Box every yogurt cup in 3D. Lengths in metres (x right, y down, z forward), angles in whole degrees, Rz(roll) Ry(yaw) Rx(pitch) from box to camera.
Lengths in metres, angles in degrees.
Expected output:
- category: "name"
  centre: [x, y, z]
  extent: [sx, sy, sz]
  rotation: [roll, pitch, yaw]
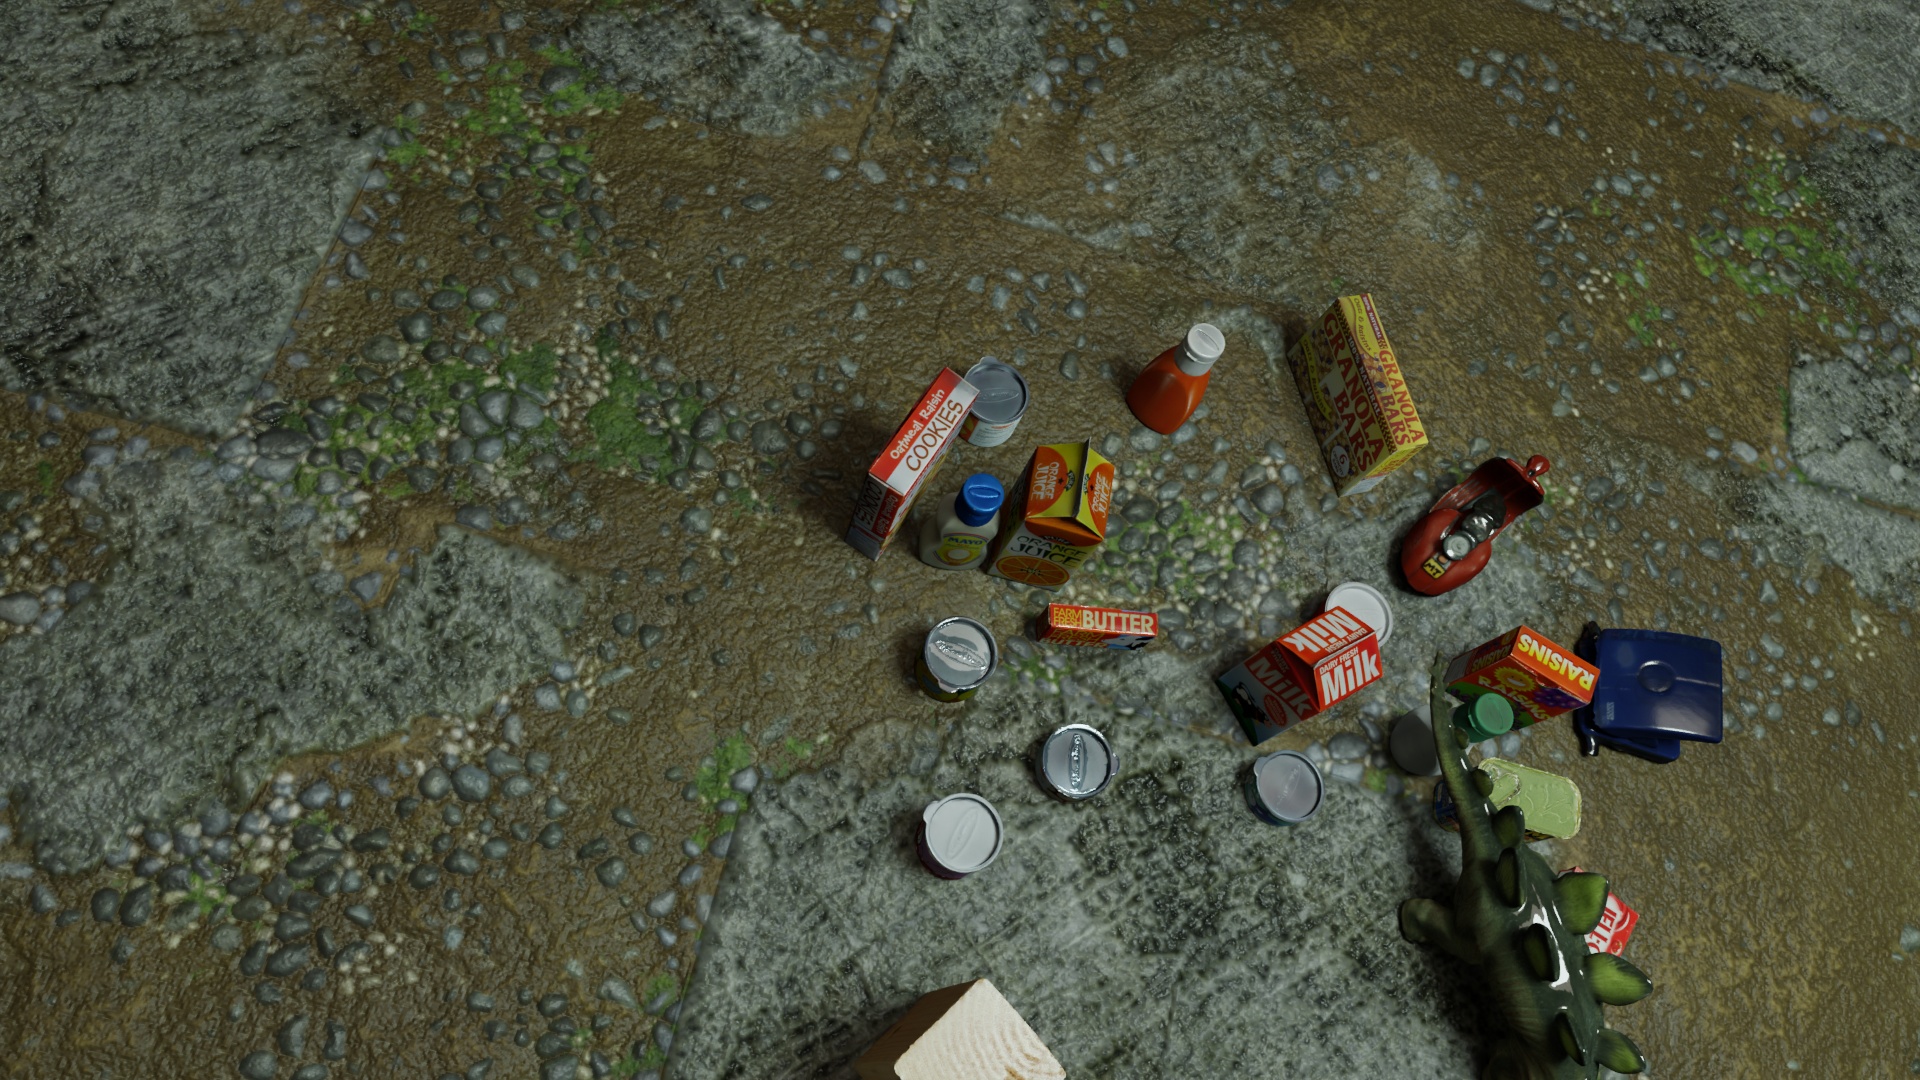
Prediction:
- category: "yogurt cup"
  centre: [0.370, 0.079, 1.327]
  extent: [0.072, 0.053, 0.072]
  rotation: [4, 69, -11]

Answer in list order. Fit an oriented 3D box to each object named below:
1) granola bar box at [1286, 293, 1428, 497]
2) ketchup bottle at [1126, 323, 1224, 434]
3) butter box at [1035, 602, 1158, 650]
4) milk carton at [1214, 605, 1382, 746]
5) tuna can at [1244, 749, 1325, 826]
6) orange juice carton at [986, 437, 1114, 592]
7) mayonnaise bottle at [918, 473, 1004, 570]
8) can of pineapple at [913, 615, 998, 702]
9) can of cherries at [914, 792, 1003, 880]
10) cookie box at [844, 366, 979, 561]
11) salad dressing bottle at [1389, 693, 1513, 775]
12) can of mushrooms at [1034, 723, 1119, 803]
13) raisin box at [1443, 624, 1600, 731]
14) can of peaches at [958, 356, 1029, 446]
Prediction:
- category: "granola bar box"
  centre: [0.391, -0.142, 1.377]
  extent: [0.039, 0.123, 0.166]
  rotation: [-11, 72, -16]
- category: "ketchup bottle"
  centre: [0.209, -0.156, 1.330]
  extent: [0.065, 0.148, 0.044]
  rotation: [42, 67, 5]
- category: "butter box"
  centre: [0.124, 0.080, 1.273]
  extent: [0.103, 0.053, 0.024]
  rotation: [6, 69, -10]
- category: "milk carton"
  centre: [0.302, 0.117, 1.223]
  extent: [0.072, 0.189, 0.073]
  rotation: [-25, 77, -20]
- category: "tuna can"
  centre: [0.293, 0.225, 1.266]
  extent: [0.071, 0.032, 0.071]
  rotation: [4, 69, -11]
- category: "orange juice carton"
  centre: [0.083, -0.023, 1.228]
  extent: [0.073, 0.192, 0.072]
  rotation: [15, 68, -7]
- category: "mayonnaise bottle"
  centre: [0.004, -0.015, 1.232]
  extent: [0.065, 0.147, 0.041]
  rotation: [7, 69, -10]
- category: "can of pineapple"
  centre: [-0.006, 0.108, 1.232]
  extent: [0.071, 0.057, 0.071]
  rotation: [4, 69, -11]
- category: "can of cherries"
  centre: [-0.004, 0.250, 1.178]
  extent: [0.071, 0.058, 0.072]
  rotation: [4, 69, -11]
- category: "cookie box"
  centre: [-0.047, -0.065, 1.229]
  extent: [0.040, 0.166, 0.123]
  rotation: [33, 67, 1]
- category: "salad dressing bottle"
  centre: [0.443, 0.173, 1.256]
  extent: [0.044, 0.147, 0.064]
  rotation: [-12, 73, -16]
- category: "can of mushrooms"
  centre: [0.103, 0.199, 1.234]
  extent: [0.071, 0.033, 0.071]
  rotation: [4, 69, -11]
- category: "raisin box"
  centre: [0.523, 0.131, 1.303]
  extent: [0.086, 0.123, 0.040]
  rotation: [31, 67, 1]
- category: "can of peaches"
  centre: [0.027, -0.132, 1.330]
  extent: [0.071, 0.058, 0.071]
  rotation: [4, 69, -11]
